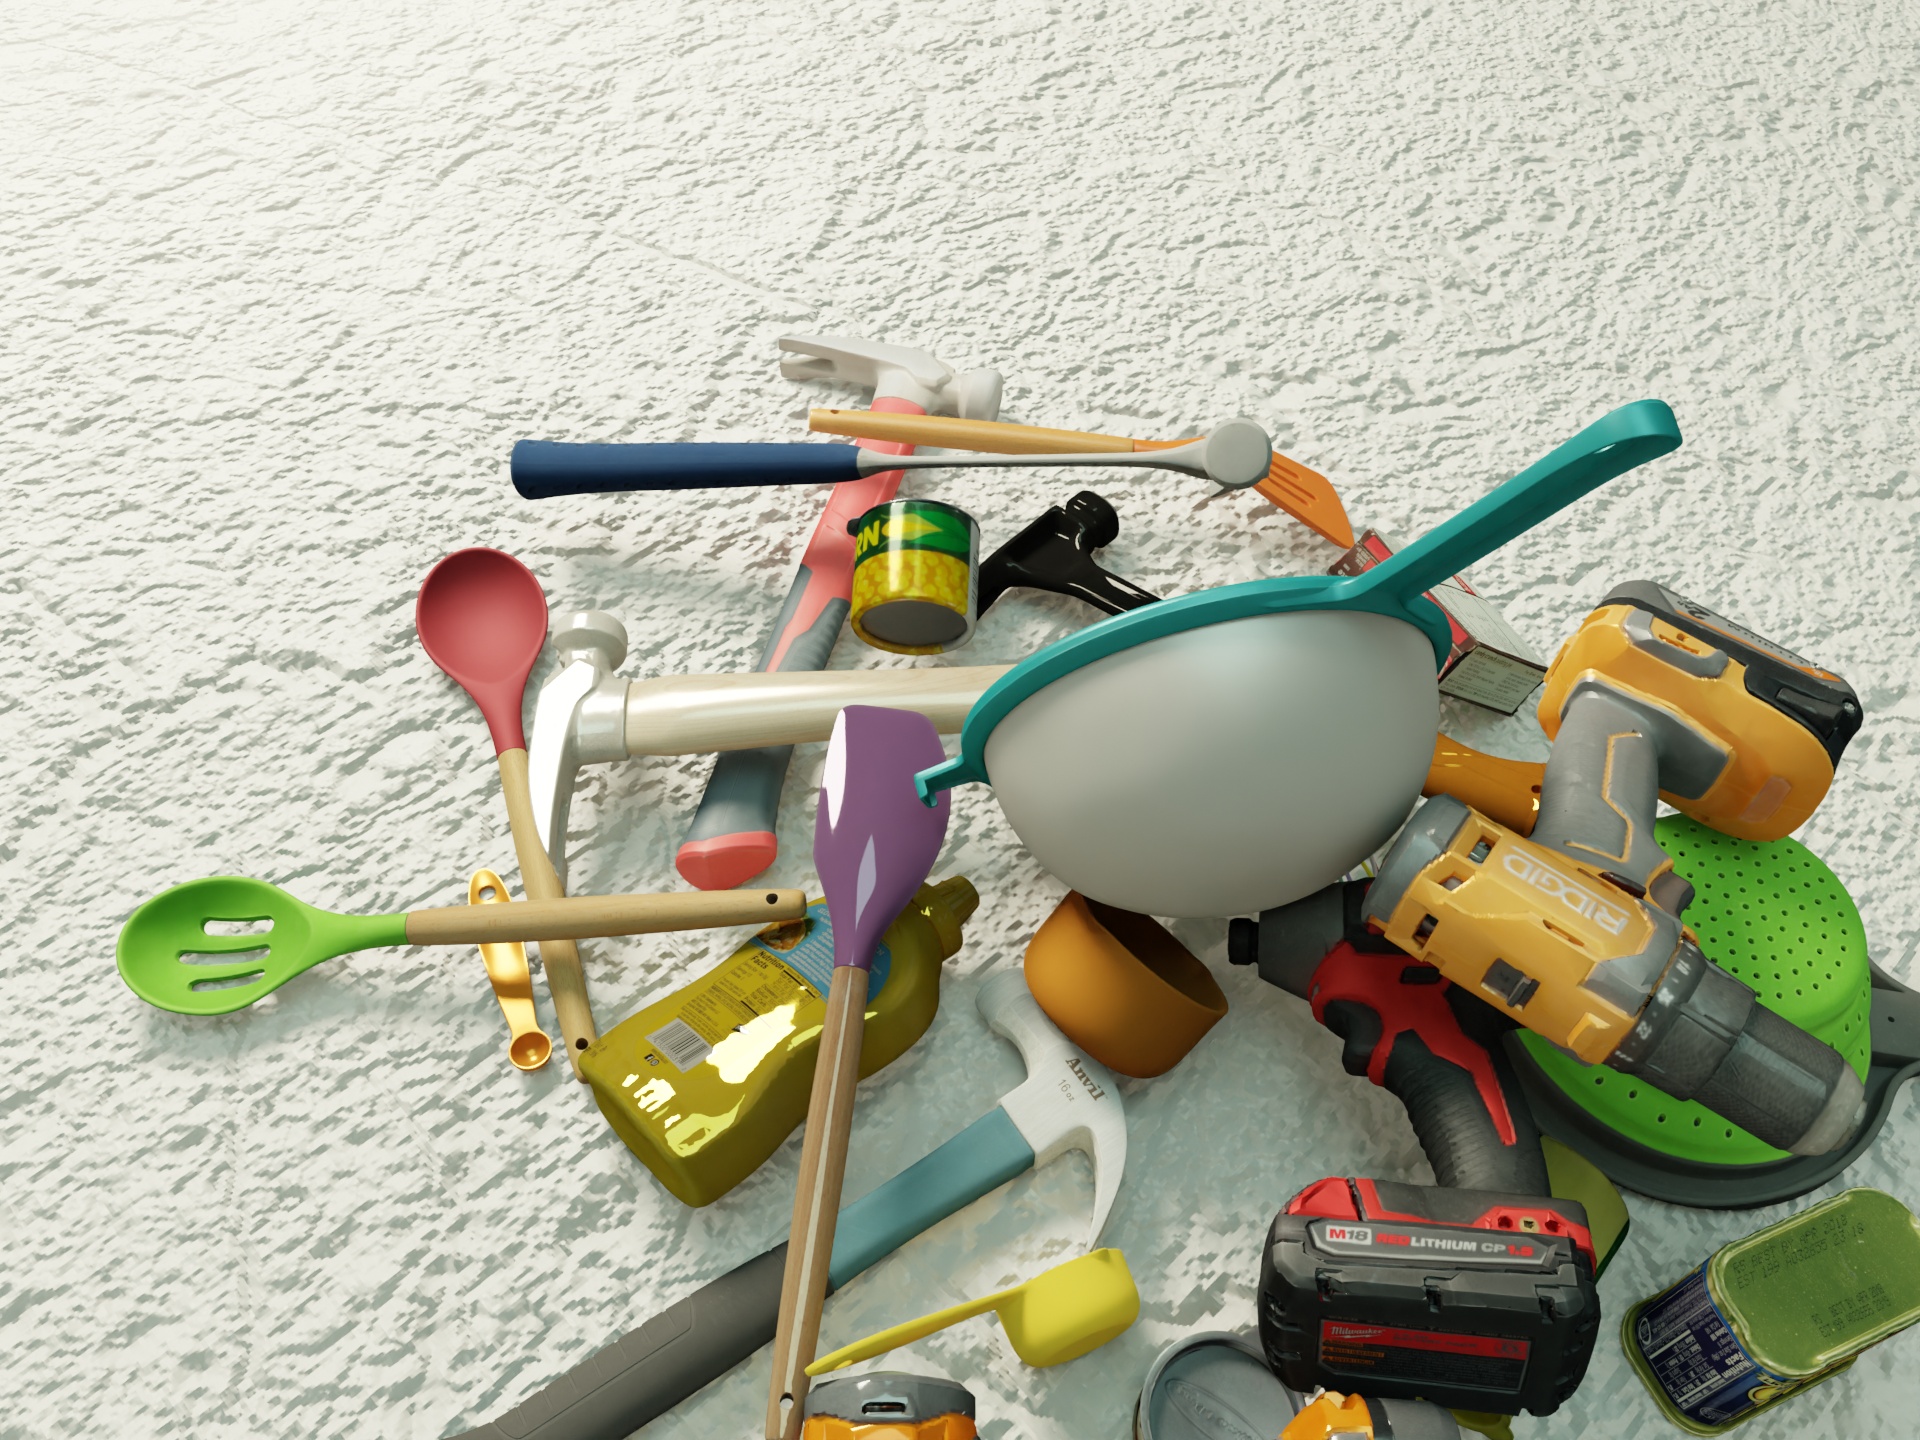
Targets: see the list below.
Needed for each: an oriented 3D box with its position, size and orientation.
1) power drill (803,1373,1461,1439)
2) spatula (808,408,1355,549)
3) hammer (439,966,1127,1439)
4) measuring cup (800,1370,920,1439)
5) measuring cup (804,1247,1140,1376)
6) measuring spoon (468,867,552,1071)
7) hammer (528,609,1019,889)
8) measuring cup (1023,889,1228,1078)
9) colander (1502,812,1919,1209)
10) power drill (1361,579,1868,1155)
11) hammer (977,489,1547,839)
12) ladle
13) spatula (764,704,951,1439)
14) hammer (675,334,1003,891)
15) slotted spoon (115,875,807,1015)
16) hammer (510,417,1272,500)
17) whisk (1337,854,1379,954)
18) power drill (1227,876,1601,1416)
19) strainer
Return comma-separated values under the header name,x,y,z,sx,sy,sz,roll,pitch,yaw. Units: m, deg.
name,x,y,z,sx,sy,sz,roll,pitch,yaw
power drill,0.057,0.309,0.534,0.226,0.084,0.164,0,57,0
spatula,0.073,-0.150,0.919,0.322,0.041,0.081,5,39,-5
hammer,-0.071,0.230,0.656,0.331,0.033,0.128,-27,58,-21
measuring cup,0.016,0.297,0.605,0.167,0.038,0.083,9,53,6
measuring cup,0.008,0.238,0.607,0.156,0.062,0.029,0,51,-42
measuring spoon,-0.213,0.117,0.749,0.021,0.011,0.117,-18,52,-15
hammer,-0.001,-0.002,0.766,0.410,0.038,0.146,-4,53,2
measuring cup,0.049,0.096,0.742,0.052,0.095,0.174,-52,46,9
colander,0.420,0.121,0.725,0.397,0.094,0.205,8,53,3
power drill,0.291,0.055,0.644,0.185,0.084,0.226,33,50,20
hammer,0.148,-0.020,0.814,0.337,0.034,0.127,31,57,33
ladle,-0.218,0.038,0.796,0.069,0.031,0.316,-15,57,-13
spatula,-0.046,0.129,0.659,0.060,0.018,0.316,8,59,0
hammer,-0.090,-0.077,0.882,0.143,0.038,0.387,13,53,8
slotted spoon,-0.226,0.096,0.728,0.314,0.031,0.070,-4,58,3
hammer,-0.040,-0.137,0.853,0.405,0.144,0.035,1,97,10
whisk,0.172,0.023,0.821,0.047,0.051,0.245,-13,48,5
power drill,0.175,0.152,0.639,0.143,0.078,0.220,2,41,12
strainer,0.142,0.004,0.614,0.211,0.340,0.095,3,65,-31
